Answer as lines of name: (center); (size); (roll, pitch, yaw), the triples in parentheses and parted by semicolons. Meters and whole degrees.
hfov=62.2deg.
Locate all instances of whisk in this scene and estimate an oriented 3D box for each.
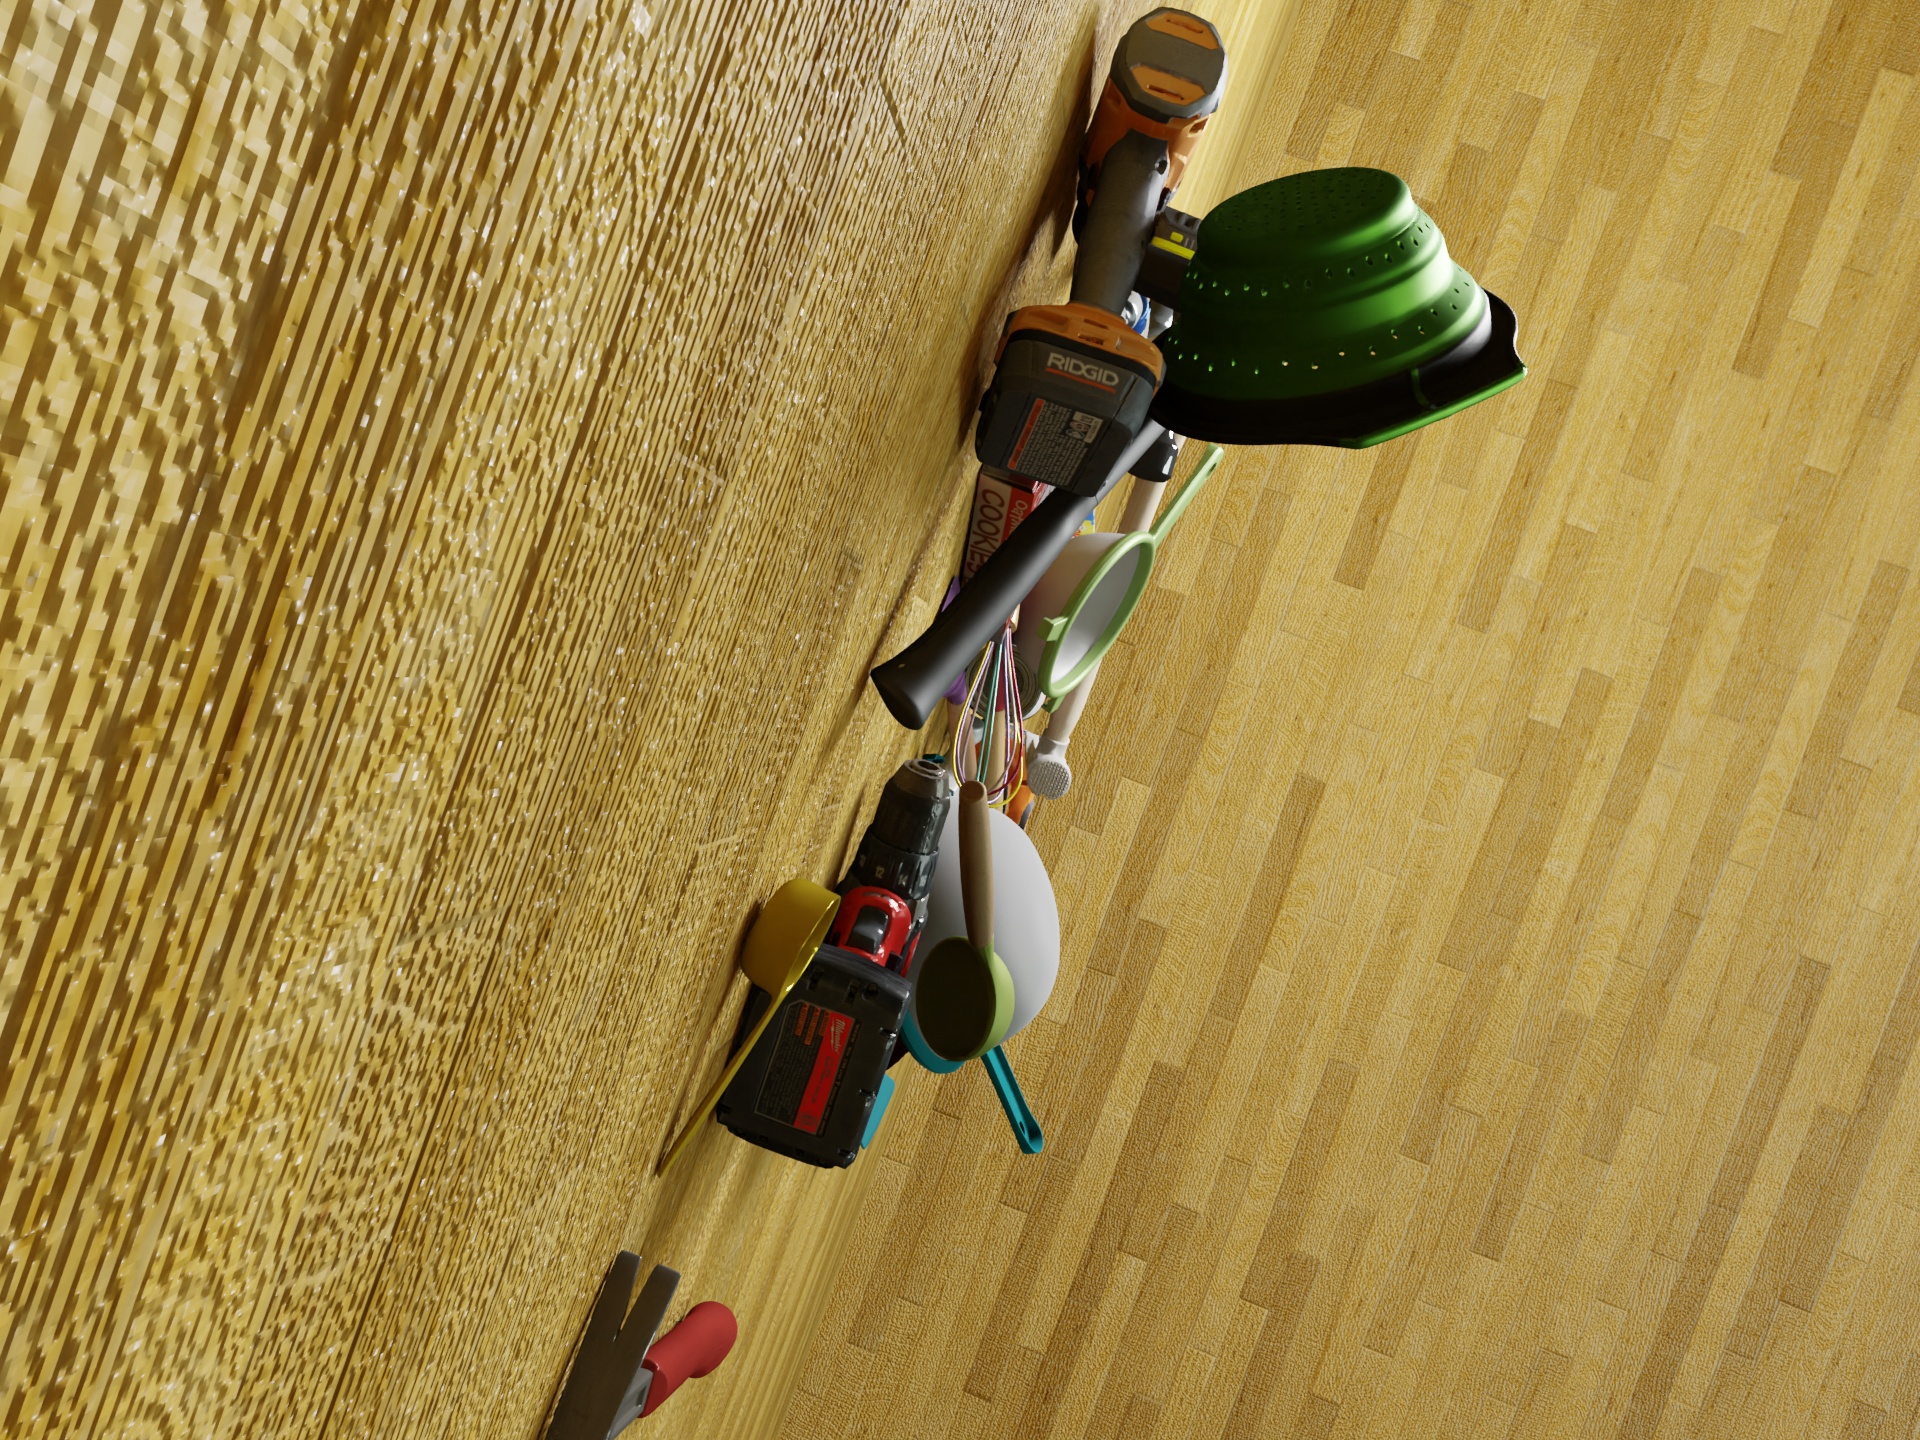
whisk: (0.030, -0.046, 1.124); (0.051, 0.047, 0.245); (83, 13, -60)

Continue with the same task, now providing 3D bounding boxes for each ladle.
ladle: (0.027, 0.014, 1.248); (0.069, 0.031, 0.315); (-94, -174, -69)
ladle: (-0.001, 0.114, 0.890); (0.320, 0.062, 0.078); (87, -12, -61)

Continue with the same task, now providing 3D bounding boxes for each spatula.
spatula: (-0.002, -0.004, 1.158); (0.315, 0.018, 0.060); (82, 24, -64)
spatula: (-0.084, 0.321, 1.560); (0.317, 0.044, 0.082); (102, 13, -53)

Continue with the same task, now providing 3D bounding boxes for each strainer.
strainer: (0.038, 0.199, 1.186); (0.211, 0.095, 0.340); (-69, 144, -54)
strainer: (0.116, -0.137, 1.271); (0.256, 0.069, 0.151); (-53, 163, -16)

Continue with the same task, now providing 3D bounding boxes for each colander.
colander: (0.160, -0.270, 0.923); (0.398, 0.204, 0.094); (-129, -162, -56)

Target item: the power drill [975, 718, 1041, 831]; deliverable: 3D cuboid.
power drill: (0.015, 0.086, 1.505); (0.226, 0.084, 0.164); (-54, 164, -57)

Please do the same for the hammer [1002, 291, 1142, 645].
hammer: (0.070, -0.162, 1.365); (0.149, 0.036, 0.408); (-62, 171, -50)

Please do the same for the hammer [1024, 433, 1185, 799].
hammer: (0.138, -0.137, 1.389); (0.146, 0.038, 0.410); (-89, -162, -75)

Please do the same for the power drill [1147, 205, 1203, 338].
power drill: (0.194, -0.387, 1.585); (0.171, 0.080, 0.223); (-49, 162, -76)

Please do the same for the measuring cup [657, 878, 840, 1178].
measuring cup: (-0.109, 0.144, 0.758); (0.156, 0.029, 0.062); (-57, 174, -6)

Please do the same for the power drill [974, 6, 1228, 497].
power drill: (0.074, -0.240, 0.868); (0.185, 0.084, 0.226); (122, -15, -76)

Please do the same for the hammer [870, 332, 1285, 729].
hammer: (0.061, -0.115, 0.896); (0.335, 0.146, 0.035); (-51, 134, -30)

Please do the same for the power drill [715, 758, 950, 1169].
power drill: (-0.059, 0.133, 0.928); (0.227, 0.080, 0.188); (-62, 172, -74)

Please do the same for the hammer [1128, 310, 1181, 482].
hammer: (0.139, -0.235, 1.291); (0.405, 0.035, 0.144); (164, -57, -87)

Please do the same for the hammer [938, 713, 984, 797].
hammer: (-0.044, 0.115, 1.240); (0.331, 0.033, 0.128); (-60, 168, -62)

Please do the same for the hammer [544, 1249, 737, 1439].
hammer: (-0.163, 0.349, 0.871); (0.359, 0.037, 0.149); (84, 26, -77)
